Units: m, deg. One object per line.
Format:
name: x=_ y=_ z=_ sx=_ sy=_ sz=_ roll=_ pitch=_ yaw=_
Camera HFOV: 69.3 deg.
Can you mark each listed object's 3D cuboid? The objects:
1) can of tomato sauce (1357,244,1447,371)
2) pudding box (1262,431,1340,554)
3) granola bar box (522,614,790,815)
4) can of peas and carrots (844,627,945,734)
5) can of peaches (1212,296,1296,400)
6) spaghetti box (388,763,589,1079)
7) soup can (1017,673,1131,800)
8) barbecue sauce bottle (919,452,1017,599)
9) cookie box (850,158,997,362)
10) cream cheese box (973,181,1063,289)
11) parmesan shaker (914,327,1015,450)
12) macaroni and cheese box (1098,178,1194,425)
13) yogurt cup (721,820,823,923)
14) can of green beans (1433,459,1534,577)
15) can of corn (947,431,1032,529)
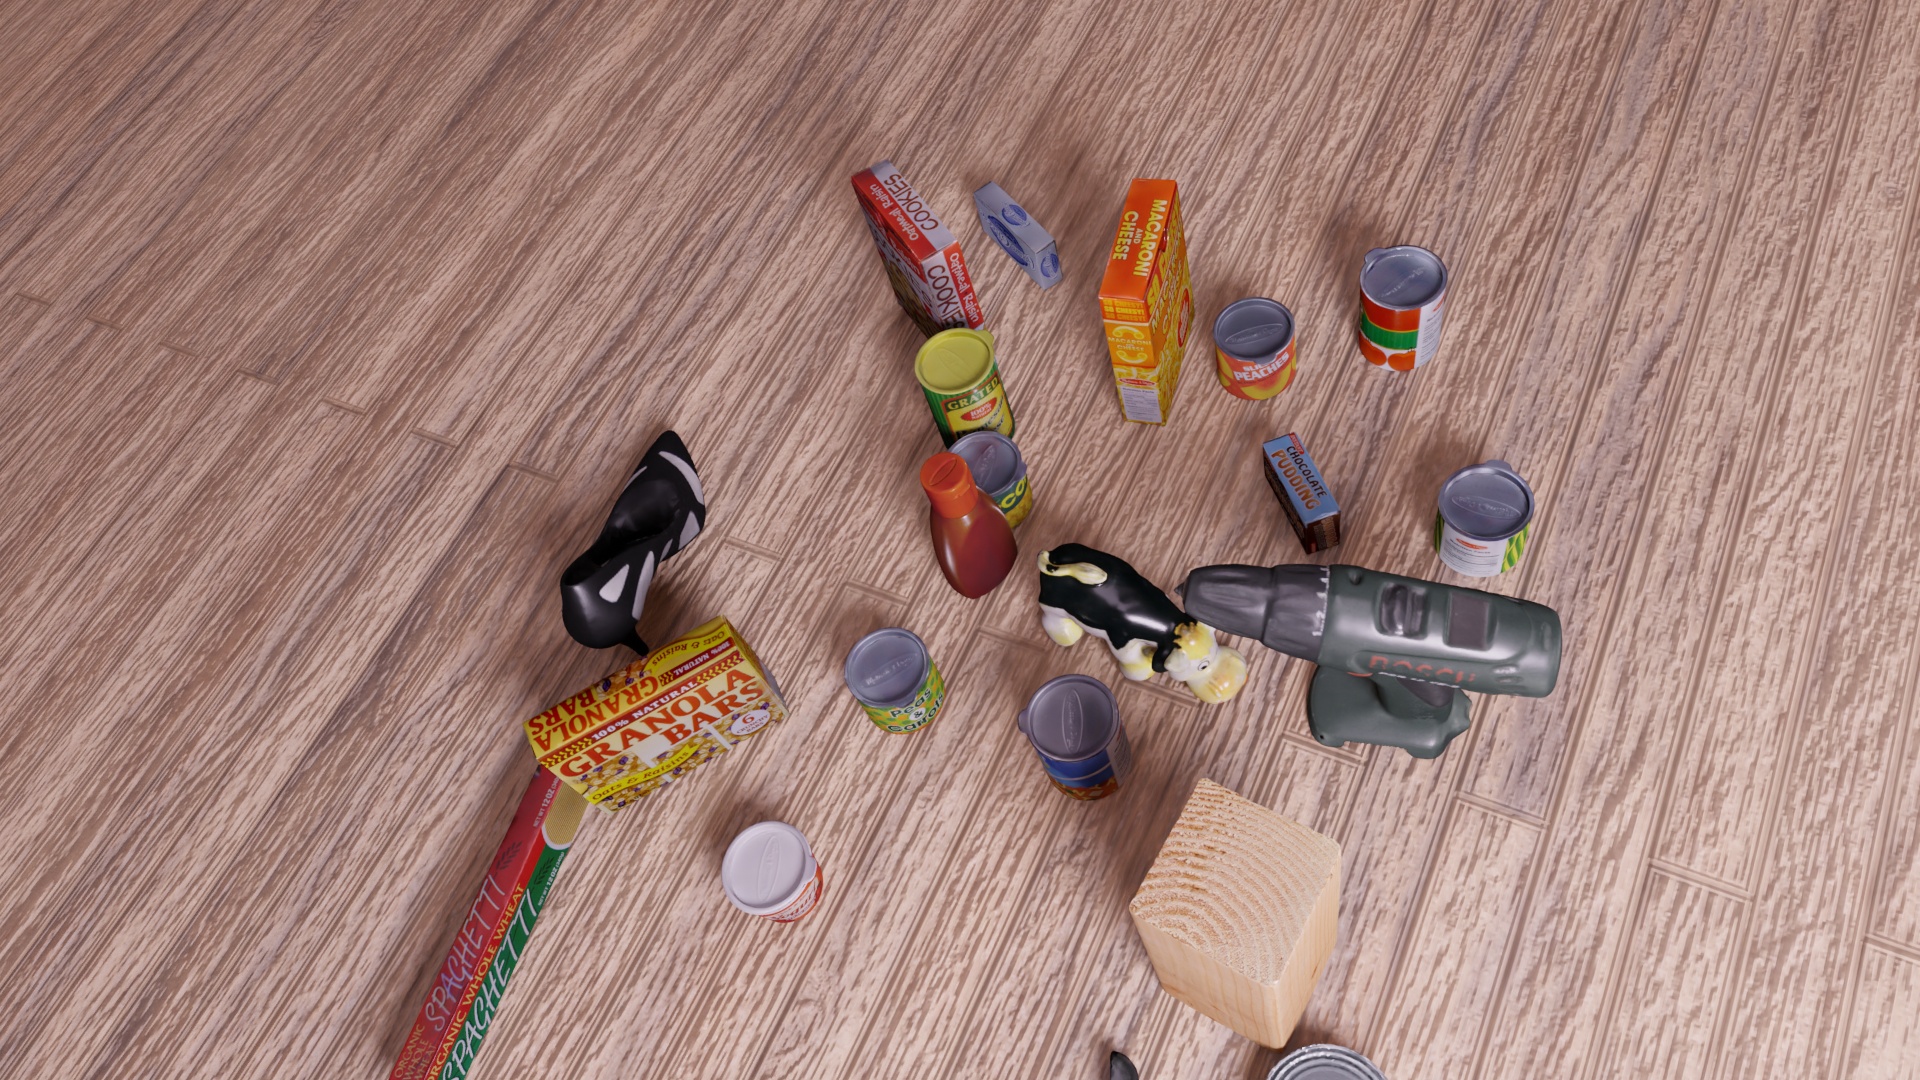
can of tomato sauce: x=0.356 y=-0.188 z=1.127 sx=0.071 sy=0.082 sz=0.071 roll=-6 pitch=59 yaw=11
pudding box: x=0.265 y=-0.037 z=1.080 sx=0.030 sy=0.049 sz=0.084 roll=-21 pitch=57 yaw=2
granola bar box: x=-0.226 y=0.136 z=1.055 sx=0.166 sy=0.123 sz=0.039 roll=-29 pitch=58 yaw=-4
can of peas and carrots: x=-0.048 y=0.110 z=1.065 sx=0.071 sy=0.058 sz=0.071 roll=-6 pitch=59 yaw=11
can of peaches: x=0.245 y=-0.156 z=1.151 sx=0.071 sy=0.057 sz=0.071 roll=-6 pitch=59 yaw=11
spaghetti box: x=-0.347 y=0.291 z=1.037 sx=0.029 sy=0.050 sz=0.251 roll=10 pitch=63 yaw=19
soup can: x=0.083 y=0.143 z=0.998 sx=0.071 sy=0.083 sz=0.071 roll=-6 pitch=59 yaw=11
barbecue sauce bottle: x=0.004 y=-0.013 z=1.072 sx=0.044 sy=0.148 sz=0.065 roll=35 pitch=73 yaw=29
cookie box: x=-0.031 y=-0.230 z=1.199 sx=0.040 sy=0.166 sz=0.123 roll=-33 pitch=58 yaw=-6
cream cheese box: x=0.053 y=-0.280 z=1.276 sx=0.024 sy=0.053 sz=0.104 roll=-35 pitch=58 yaw=-7
parmesan shaker: x=0.008 y=-0.122 z=1.163 sx=0.071 sy=0.102 sz=0.071 roll=-6 pitch=59 yaw=11
macaroni and cheese box: x=0.155 y=-0.191 z=1.130 sx=0.040 sy=0.165 sz=0.124 roll=8 pitch=63 yaw=19
yogurt cup: x=-0.133 y=0.244 z=1.009 sx=0.072 sy=0.053 sz=0.073 roll=-6 pitch=59 yaw=11
can of green beans: x=0.387 y=-0.014 z=1.030 sx=0.071 sy=0.057 sz=0.071 roll=-6 pitch=59 yaw=11
can of corn: x=0.025 y=-0.046 z=1.140 sx=0.071 sy=0.058 sz=0.071 roll=-6 pitch=59 yaw=11
